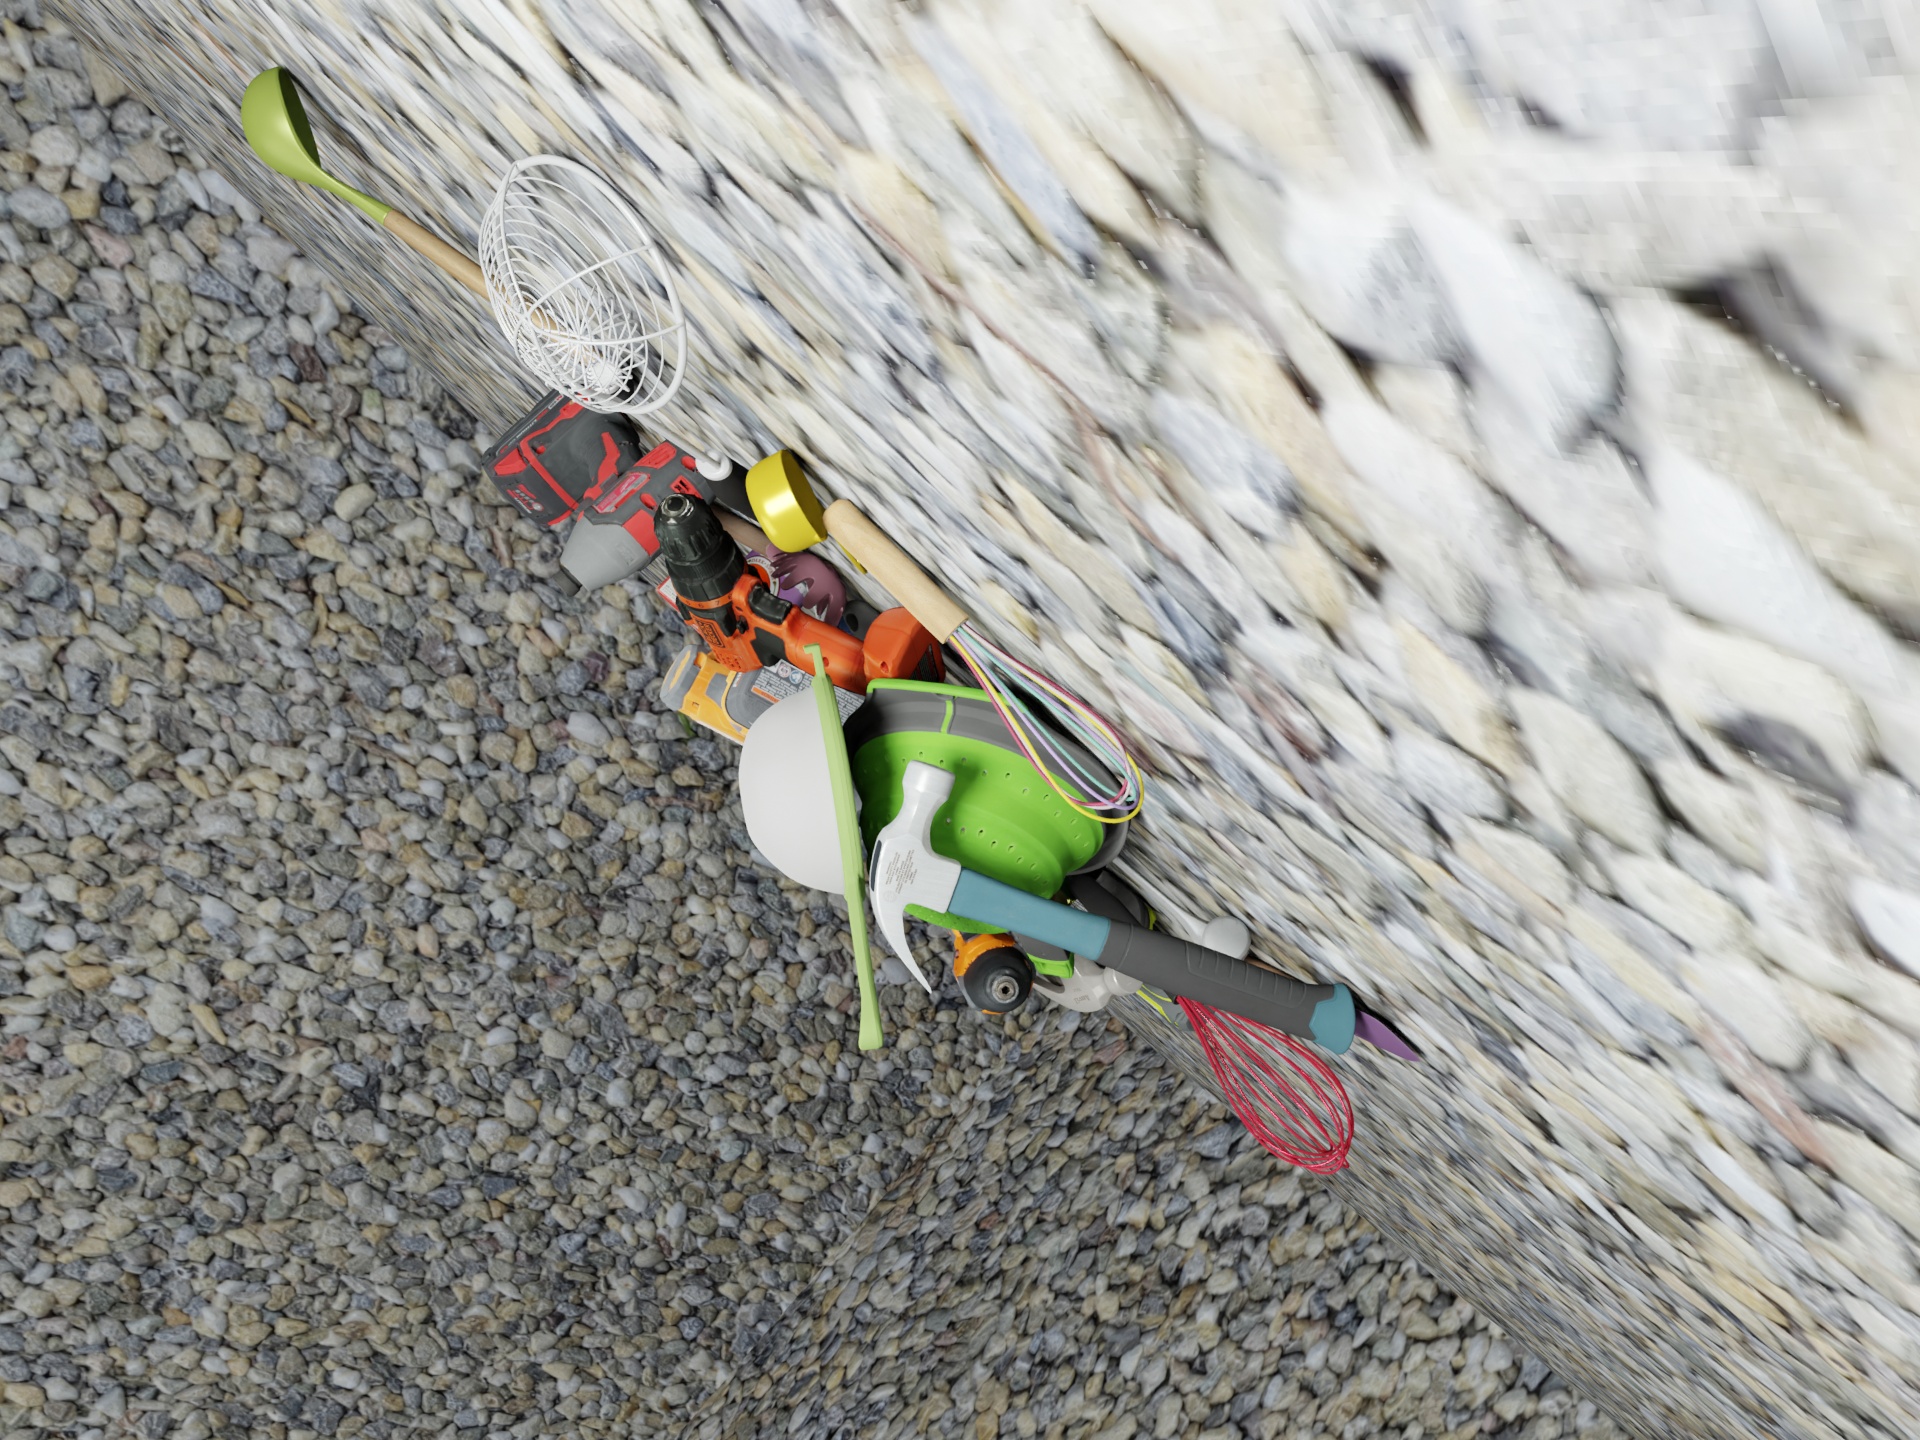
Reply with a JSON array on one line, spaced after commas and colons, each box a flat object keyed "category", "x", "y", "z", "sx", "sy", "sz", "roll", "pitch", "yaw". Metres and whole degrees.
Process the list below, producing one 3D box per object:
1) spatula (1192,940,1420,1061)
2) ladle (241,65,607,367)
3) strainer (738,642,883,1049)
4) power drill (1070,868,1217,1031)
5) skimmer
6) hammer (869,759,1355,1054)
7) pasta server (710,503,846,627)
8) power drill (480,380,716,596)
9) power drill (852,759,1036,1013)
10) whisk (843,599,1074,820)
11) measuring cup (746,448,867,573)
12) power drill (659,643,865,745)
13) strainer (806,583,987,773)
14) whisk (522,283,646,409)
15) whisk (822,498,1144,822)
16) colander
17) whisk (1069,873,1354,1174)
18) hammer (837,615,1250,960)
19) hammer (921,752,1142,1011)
[{"category": "spatula", "x": 0.238, "y": 0.194, "z": 1.150, "sx": 0.059, "sy": 0.018, "sz": 0.316, "roll": 43, "pitch": 172, "yaw": -15}, {"category": "ladle", "x": -0.378, "y": -0.353, "z": 1.134, "sx": 0.320, "sy": 0.062, "sz": 0.078, "roll": 35, "pitch": 171, "yaw": 0}, {"category": "strainer", "x": -0.096, "y": 0.089, "z": 0.984, "sx": 0.151, "sy": 0.069, "sz": 0.257, "roll": 91, "pitch": 170, "yaw": -53}, {"category": "power drill", "x": 0.144, "y": 0.206, "z": 1.521, "sx": 0.171, "sy": 0.080, "sz": 0.223, "roll": 36, "pitch": 174, "yaw": 37}, {"category": "skimmer", "x": -0.146, "y": -0.185, "z": 0.886, "sx": 0.127, "sy": 0.090, "sz": 0.363, "roll": 33, "pitch": -179, "yaw": 18}, {"category": "hammer", "x": 0.099, "y": 0.138, "z": 0.981, "sx": 0.331, "sy": 0.128, "sz": 0.033, "roll": 21, "pitch": -179, "yaw": -13}, {"category": "pasta server", "x": -0.161, "y": -0.134, "z": 1.253, "sx": 0.060, "sy": 0.040, "sz": 0.316, "roll": 46, "pitch": 173, "yaw": -33}, {"category": "power drill", "x": -0.289, "y": -0.180, "z": 1.252, "sx": 0.220, "sy": 0.143, "sz": 0.078, "roll": 38, "pitch": 170, "yaw": 48}, {"category": "power drill", "x": -0.011, "y": 0.140, "z": 1.319, "sx": 0.226, "sy": 0.084, "sz": 0.164, "roll": 60, "pitch": 176, "yaw": -3}, {"category": "whisk", "x": -0.002, "y": -0.004, "z": 1.155, "sx": 0.239, "sy": 0.055, "sz": 0.055, "roll": 45, "pitch": 174, "yaw": 11}, {"category": "measuring cup", "x": -0.089, "y": -0.112, "z": 0.952, "sx": 0.156, "sy": 0.029, "sz": 0.062, "roll": 45, "pitch": -157, "yaw": -71}, {"category": "power drill", "x": -0.132, "y": -0.001, "z": 1.289, "sx": 0.185, "sy": 0.084, "sz": 0.226, "roll": 30, "pitch": 167, "yaw": -21}, {"category": "strainer", "x": -0.042, "y": -0.015, "z": 1.336, "sx": 0.258, "sy": 0.050, "sz": 0.087, "roll": 40, "pitch": 159, "yaw": -11}, {"category": "whisk", "x": -0.228, "y": -0.224, "z": 1.014, "sx": 0.070, "sy": 0.070, "sz": 0.285, "roll": 43, "pitch": 178, "yaw": -9}, {"category": "whisk", "x": 0.011, "y": -0.034, "z": 0.893, "sx": 0.245, "sy": 0.047, "sz": 0.051, "roll": 45, "pitch": 175, "yaw": 5}, {"category": "colander", "x": 0.022, "y": 0.122, "z": 1.113, "sx": 0.204, "sy": 0.095, "sz": 0.396, "roll": 8, "pitch": 149, "yaw": 21}, {"category": "whisk", "x": 0.176, "y": 0.210, "z": 1.150, "sx": 0.296, "sy": 0.073, "sz": 0.073, "roll": 45, "pitch": 176, "yaw": 33}, {"category": "hammer", "x": 0.056, "y": 0.055, "z": 1.223, "sx": 0.406, "sy": 0.035, "sz": 0.144, "roll": 40, "pitch": 173, "yaw": 15}, {"category": "hammer", "x": 0.029, "y": 0.111, "z": 1.389, "sx": 0.331, "sy": 0.031, "sz": 0.130, "roll": 56, "pitch": 146, "yaw": 3}]
